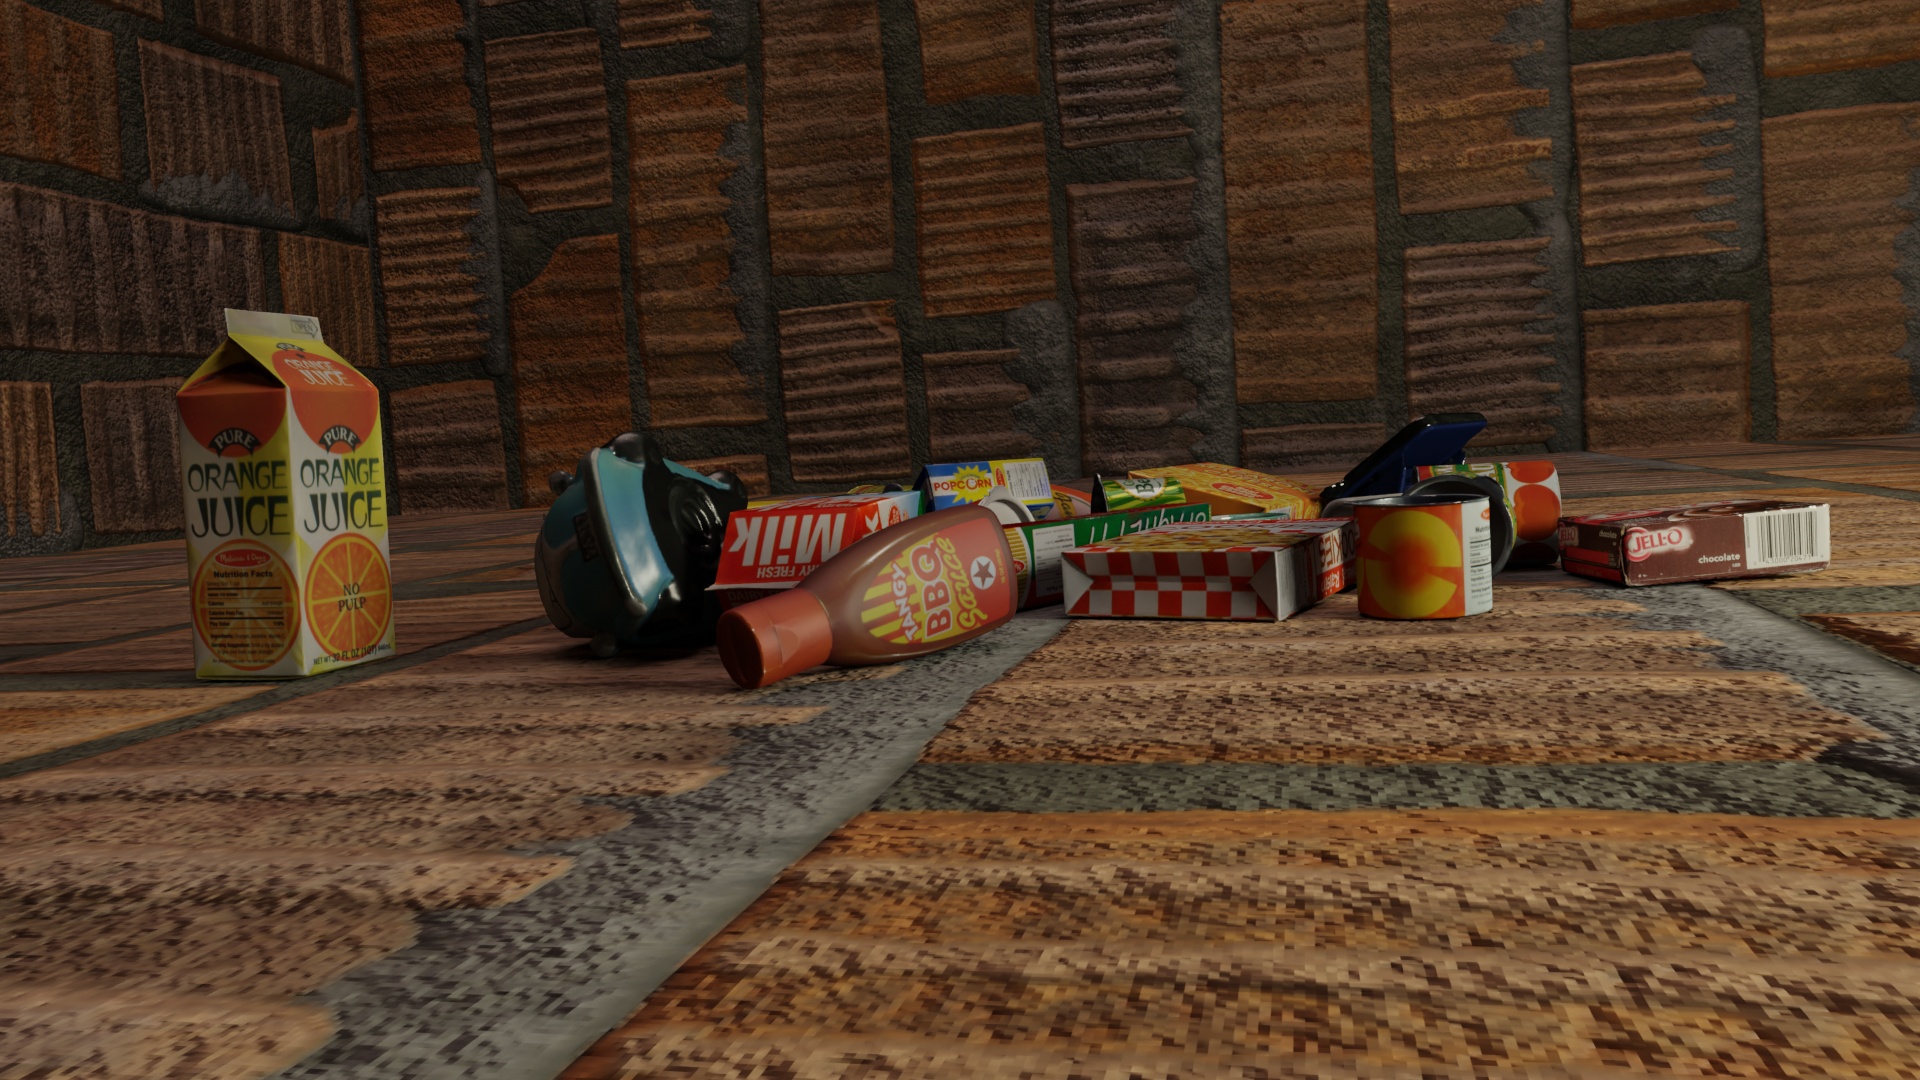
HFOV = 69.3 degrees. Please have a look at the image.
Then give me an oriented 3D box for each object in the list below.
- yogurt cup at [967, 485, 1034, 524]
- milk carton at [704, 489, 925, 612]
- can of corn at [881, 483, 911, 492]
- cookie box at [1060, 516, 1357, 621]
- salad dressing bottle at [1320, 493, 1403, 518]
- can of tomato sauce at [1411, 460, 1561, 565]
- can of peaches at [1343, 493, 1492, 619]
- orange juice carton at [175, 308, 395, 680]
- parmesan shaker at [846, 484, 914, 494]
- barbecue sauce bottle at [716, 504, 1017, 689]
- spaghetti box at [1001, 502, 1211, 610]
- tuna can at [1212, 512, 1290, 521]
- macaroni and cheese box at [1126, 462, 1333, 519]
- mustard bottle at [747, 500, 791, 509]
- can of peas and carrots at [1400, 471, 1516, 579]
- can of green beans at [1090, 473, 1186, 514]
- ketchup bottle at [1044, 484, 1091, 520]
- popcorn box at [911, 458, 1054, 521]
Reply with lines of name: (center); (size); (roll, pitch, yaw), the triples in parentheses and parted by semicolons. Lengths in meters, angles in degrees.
yogurt cup: (0.010, 0.007, 0.864); (0.054, 0.072, 0.072); (-11, -1, 40)
milk carton: (-0.072, 0.014, 0.763); (0.072, 0.073, 0.191); (-2, 5, 13)
can of corn: (-0.034, -0.010, 1.078); (0.071, 0.071, 0.058); (-1, 4, 38)
cookie box: (0.151, 0.015, 0.800); (0.123, 0.040, 0.168); (-1, 6, 31)
salad dressing bottle: (0.324, -0.013, 1.007); (0.148, 0.044, 0.064); (-5, 2, -37)
can of tomato sauce: (0.331, -0.018, 0.880); (0.083, 0.071, 0.071); (-2, 4, 14)
can of peaches: (0.232, 0.007, 0.705); (0.071, 0.058, 0.071); (-4, 4, 0)
orange juice carton: (-0.361, -0.026, 0.744); (0.073, 0.192, 0.072); (-2, 3, 15)
parmesan shaker: (-0.055, -0.013, 1.177); (0.071, 0.071, 0.103); (-6, 6, -35)
barbecue sauce bottle: (-0.041, 0.029, 0.640); (0.149, 0.064, 0.043); (-18, 10, -39)
spaghetti box: (0.079, 0.009, 0.869); (0.028, 0.050, 0.251); (1, 6, 43)
tuna can: (0.210, -0.002, 1.011); (0.071, 0.033, 0.071); (-4, 4, 0)
macaroni and cheese box: (0.227, -0.032, 1.162); (0.124, 0.040, 0.167); (17, 15, 31)
mustard bottle: (-0.130, 0.000, 0.998); (0.160, 0.065, 0.049); (-9, 7, -2)
can of peas and carrots: (0.279, -0.008, 0.783); (0.071, 0.071, 0.059); (-2, 4, 24)
can of green beans: (0.128, -0.012, 0.997); (0.058, 0.071, 0.071); (-4, 4, -5)
ketchup bottle: (0.085, -0.011, 1.084); (0.149, 0.065, 0.043); (4, -19, -6)
popcorn box: (0.003, -0.012, 0.959); (0.085, 0.038, 0.126); (-6, -22, -19)
